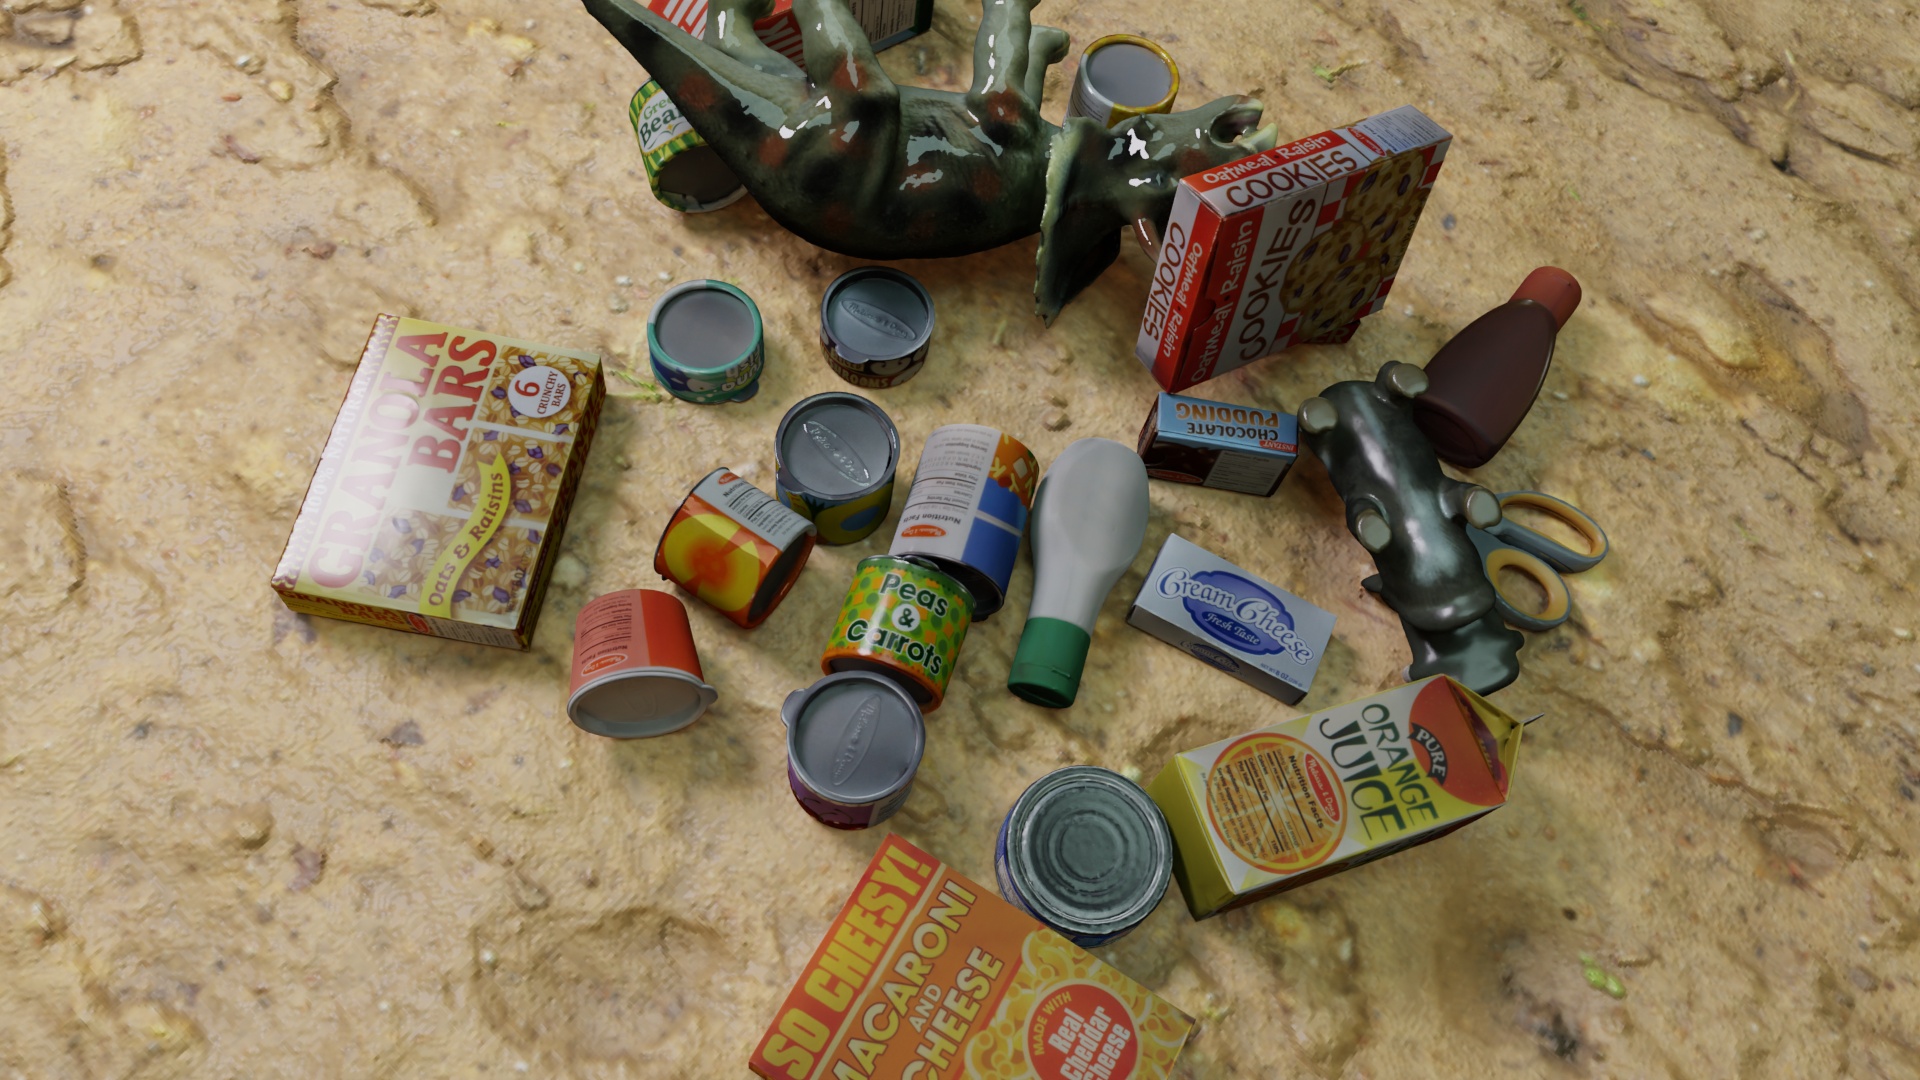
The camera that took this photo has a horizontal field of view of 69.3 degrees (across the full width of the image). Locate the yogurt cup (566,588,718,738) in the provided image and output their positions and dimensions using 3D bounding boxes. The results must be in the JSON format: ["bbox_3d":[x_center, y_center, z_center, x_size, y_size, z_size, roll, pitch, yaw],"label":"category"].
[{"bbox_3d":[-0.162,0.060,0.691,0.072,0.072,0.054,-7,57,-11],"label":"yogurt cup"}]

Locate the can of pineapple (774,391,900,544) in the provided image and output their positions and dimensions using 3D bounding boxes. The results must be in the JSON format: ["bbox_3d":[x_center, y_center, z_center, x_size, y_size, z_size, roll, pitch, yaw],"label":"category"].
[{"bbox_3d":[-0.069,-0.038,0.753,0.071,0.057,0.071,3,64,-6],"label":"can of pineapple"}]

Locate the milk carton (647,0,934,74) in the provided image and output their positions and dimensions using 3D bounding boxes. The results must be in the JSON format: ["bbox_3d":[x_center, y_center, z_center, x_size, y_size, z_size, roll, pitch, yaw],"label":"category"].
[{"bbox_3d":[-0.113,-0.343,0.889,0.191,0.073,0.072,-31,72,-20],"label":"milk carton"}]

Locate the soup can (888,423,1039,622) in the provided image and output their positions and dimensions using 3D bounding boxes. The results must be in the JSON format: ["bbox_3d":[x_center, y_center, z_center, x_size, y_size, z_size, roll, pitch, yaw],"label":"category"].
[{"bbox_3d":[0.003,-0.009,0.747,0.071,0.071,0.084,17,62,1],"label":"soup can"}]

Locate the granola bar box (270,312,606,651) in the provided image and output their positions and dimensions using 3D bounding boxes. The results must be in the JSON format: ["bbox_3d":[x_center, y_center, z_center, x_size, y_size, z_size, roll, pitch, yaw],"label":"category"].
[{"bbox_3d":[-0.270,-0.032,0.735,0.124,0.039,0.166,11,63,-3],"label":"granola bar box"}]

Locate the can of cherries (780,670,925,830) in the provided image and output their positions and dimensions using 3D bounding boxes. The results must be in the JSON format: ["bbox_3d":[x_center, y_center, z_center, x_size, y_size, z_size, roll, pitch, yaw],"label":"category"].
[{"bbox_3d":[-0.055,0.103,0.686,0.071,0.058,0.072,3,65,-6],"label":"can of cherries"}]

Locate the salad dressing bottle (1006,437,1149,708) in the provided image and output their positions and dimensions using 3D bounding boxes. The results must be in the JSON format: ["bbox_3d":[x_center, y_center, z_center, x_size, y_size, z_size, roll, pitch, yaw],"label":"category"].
[{"bbox_3d":[0.062,0.017,0.752,0.064,0.044,0.148,26,65,-16],"label":"salad dressing bottle"}]

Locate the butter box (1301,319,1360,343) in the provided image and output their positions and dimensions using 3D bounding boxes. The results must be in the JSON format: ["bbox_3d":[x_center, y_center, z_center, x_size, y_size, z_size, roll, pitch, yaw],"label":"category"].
[{"bbox_3d":[0.191,-0.149,0.862,0.103,0.024,0.053,-2,64,-9],"label":"butter box"}]

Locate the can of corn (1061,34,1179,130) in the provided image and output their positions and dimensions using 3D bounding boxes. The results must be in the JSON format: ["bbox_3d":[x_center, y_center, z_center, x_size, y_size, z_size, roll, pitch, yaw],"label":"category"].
[{"bbox_3d":[0.105,-0.283,0.897,0.071,0.058,0.071,3,64,-6],"label":"can of corn"}]

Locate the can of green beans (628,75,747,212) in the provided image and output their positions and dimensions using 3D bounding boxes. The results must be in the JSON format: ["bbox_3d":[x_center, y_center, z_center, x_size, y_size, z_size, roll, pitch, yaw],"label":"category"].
[{"bbox_3d":[-0.160,-0.240,0.836,0.071,0.071,0.058,-14,67,-14],"label":"can of green beans"}]

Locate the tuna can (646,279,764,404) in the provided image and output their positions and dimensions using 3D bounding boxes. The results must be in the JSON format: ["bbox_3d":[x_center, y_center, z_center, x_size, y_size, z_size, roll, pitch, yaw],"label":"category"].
[{"bbox_3d":[-0.144,-0.113,0.794,0.071,0.032,0.071,3,64,-6],"label":"tuna can"}]

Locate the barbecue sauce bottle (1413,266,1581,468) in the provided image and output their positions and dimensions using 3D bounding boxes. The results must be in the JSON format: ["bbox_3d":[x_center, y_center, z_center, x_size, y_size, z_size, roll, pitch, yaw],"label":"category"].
[{"bbox_3d":[0.332,-0.112,0.852,0.065,0.043,0.149,38,65,13],"label":"barbecue sauce bottle"}]

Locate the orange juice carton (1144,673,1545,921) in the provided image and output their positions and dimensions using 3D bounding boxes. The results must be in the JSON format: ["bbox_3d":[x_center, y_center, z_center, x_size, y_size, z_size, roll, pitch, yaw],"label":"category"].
[{"bbox_3d":[0.199,0.124,0.702,0.193,0.071,0.073,-14,67,-14],"label":"orange juice carton"}]

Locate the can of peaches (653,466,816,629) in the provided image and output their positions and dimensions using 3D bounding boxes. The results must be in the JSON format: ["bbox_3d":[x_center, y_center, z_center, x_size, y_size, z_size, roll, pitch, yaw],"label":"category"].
[{"bbox_3d":[-0.117,0.006,0.723,0.058,0.071,0.071,32,64,8],"label":"can of peaches"}]

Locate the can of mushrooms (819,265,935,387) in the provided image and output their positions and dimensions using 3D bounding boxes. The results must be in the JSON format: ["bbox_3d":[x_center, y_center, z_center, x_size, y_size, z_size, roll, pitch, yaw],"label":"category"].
[{"bbox_3d":[-0.051,-0.123,0.812,0.071,0.033,0.071,3,64,-7],"label":"can of mushrooms"}]

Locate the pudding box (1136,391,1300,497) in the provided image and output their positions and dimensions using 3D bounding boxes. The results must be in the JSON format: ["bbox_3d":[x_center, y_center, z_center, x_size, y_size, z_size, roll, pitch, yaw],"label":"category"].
[{"bbox_3d":[0.146,-0.054,0.795,0.084,0.049,0.030,9,62,-3],"label":"pudding box"}]

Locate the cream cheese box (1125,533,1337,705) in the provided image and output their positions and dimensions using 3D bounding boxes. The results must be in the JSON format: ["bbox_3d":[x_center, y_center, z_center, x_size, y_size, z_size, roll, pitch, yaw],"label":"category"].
[{"bbox_3d":[0.149,0.043,0.762,0.104,0.024,0.053,27,62,6],"label":"cream cheese box"}]

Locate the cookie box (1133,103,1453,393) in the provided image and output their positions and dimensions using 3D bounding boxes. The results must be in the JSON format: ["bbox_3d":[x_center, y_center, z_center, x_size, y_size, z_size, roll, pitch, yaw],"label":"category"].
[{"bbox_3d":[0.183,-0.161,0.771,0.168,0.122,0.040,-23,56,-24],"label":"cookie box"}]

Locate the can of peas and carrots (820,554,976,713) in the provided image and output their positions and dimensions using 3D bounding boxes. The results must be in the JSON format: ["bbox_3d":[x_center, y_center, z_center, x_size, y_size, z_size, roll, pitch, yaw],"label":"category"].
[{"bbox_3d":[-0.031,0.048,0.709,0.071,0.070,0.059,19,64,2],"label":"can of peas and carrots"}]

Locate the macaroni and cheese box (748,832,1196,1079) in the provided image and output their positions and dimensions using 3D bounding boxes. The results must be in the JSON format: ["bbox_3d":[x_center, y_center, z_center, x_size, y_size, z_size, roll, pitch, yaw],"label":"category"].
[{"bbox_3d":[0.005,0.233,0.641,0.166,0.040,0.124,30,64,7],"label":"macaroni and cheese box"}]
